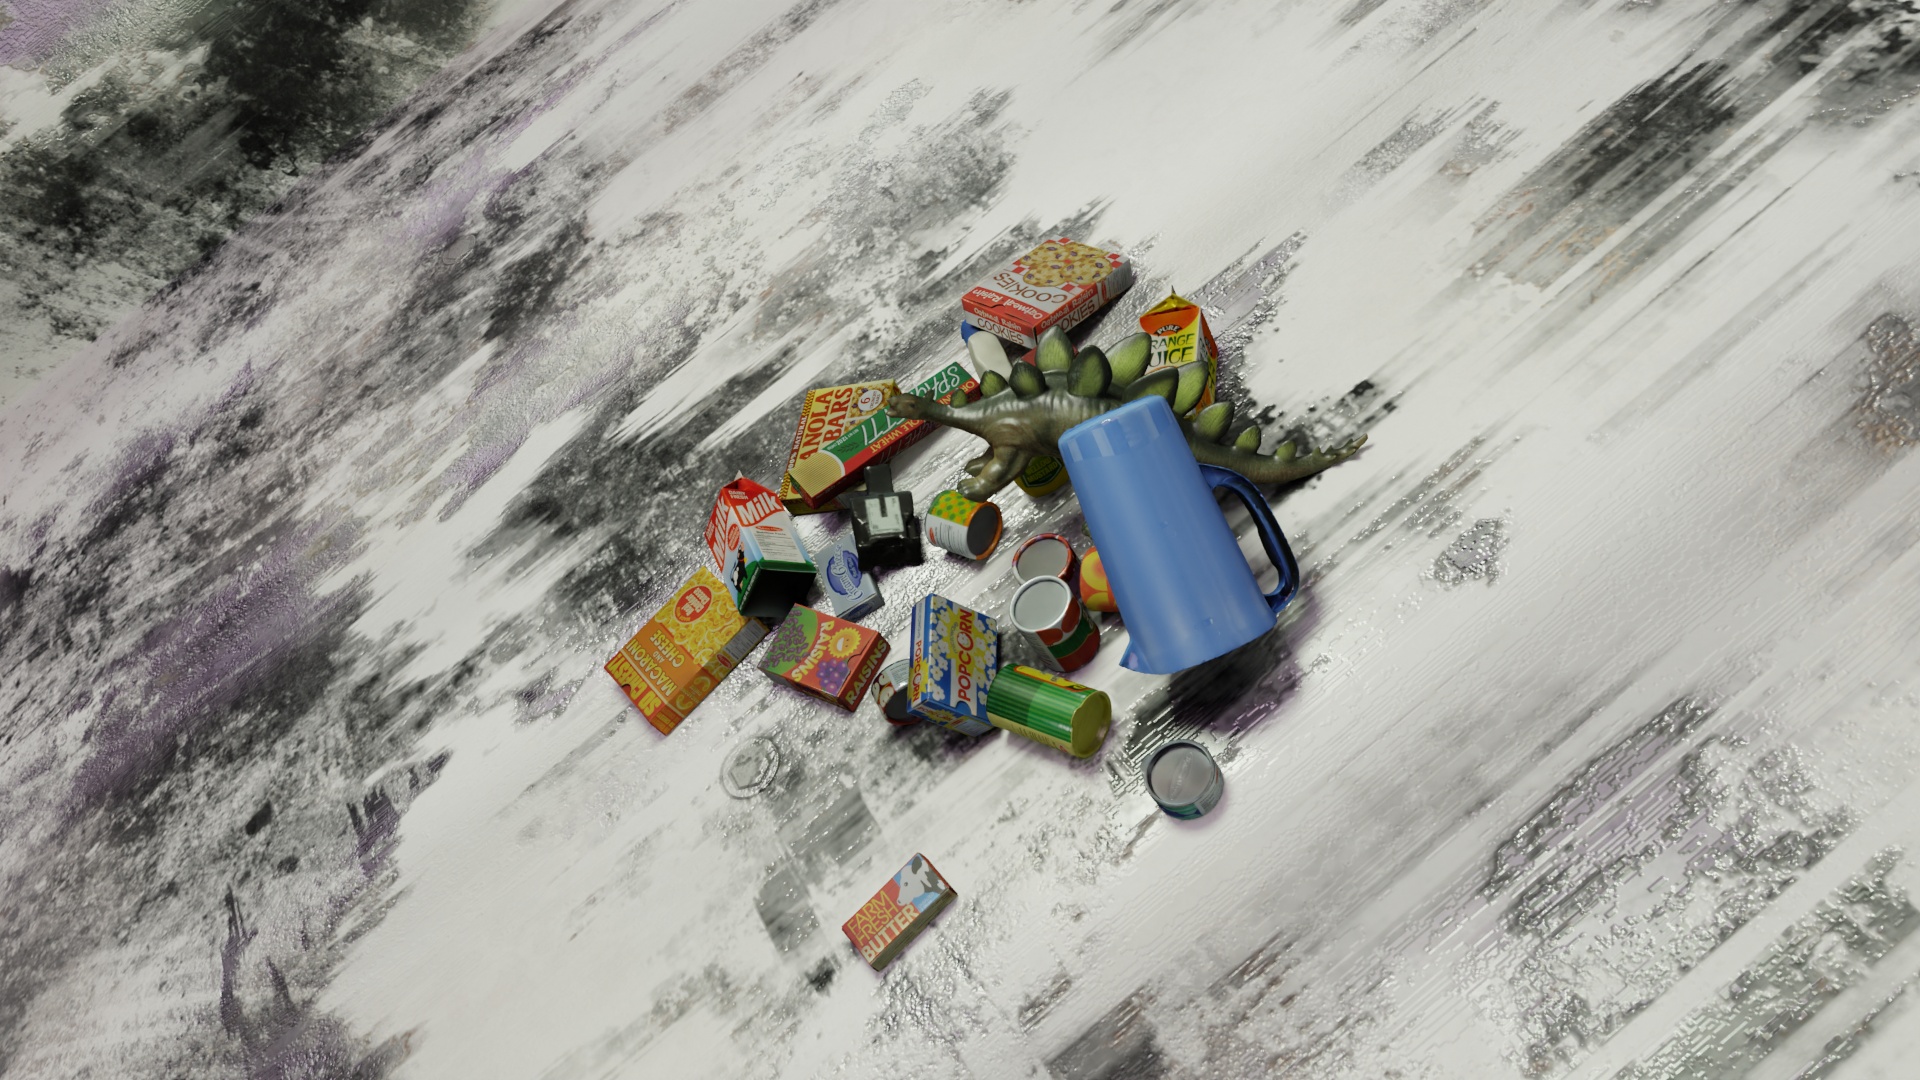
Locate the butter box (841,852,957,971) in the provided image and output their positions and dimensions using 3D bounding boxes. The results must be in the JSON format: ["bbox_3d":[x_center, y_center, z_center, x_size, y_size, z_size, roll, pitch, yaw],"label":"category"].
[{"bbox_3d":[-0.058,0.346,1.297,0.103,0.024,0.053,-43,48,-6],"label":"butter box"}]

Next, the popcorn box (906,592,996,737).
[{"bbox_3d":[-0.007,0.124,1.390,0.038,0.085,0.127,-36,40,40],"label":"popcorn box"}]

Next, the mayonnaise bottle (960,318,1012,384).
[{"bbox_3d":[0.035,-0.213,1.638,0.041,0.064,0.149,-19,44,-1],"label":"mayonnaise bottle"}]

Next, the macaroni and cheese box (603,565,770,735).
[{"bbox_3d":[-0.317,0.124,1.595,0.167,0.040,0.124,-46,47,-9],"label":"macaroni and cheese box"}]

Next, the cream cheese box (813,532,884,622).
[{"bbox_3d":[-0.126,0.043,1.560,0.053,0.024,0.104,-31,47,6],"label":"cream cheese box"}]

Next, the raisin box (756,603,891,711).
[{"bbox_3d":[-0.148,0.125,1.502,0.123,0.040,0.086,16,65,36],"label":"raisin box"}]

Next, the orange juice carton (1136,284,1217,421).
[{"bbox_3d":[0.231,-0.184,1.499,0.073,0.071,0.193,-7,54,25],"label":"orange juice carton"}]

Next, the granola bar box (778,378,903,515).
[{"bbox_3d":[-0.142,-0.112,1.675,0.124,0.039,0.166,-5,55,25],"label":"granola bar box"}]

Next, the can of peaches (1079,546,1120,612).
[{"bbox_3d":[0.156,0.038,1.377,0.058,0.071,0.071,0,57,31],"label":"can of peaches"}]

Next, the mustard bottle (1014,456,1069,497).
[{"bbox_3d":[0.064,-0.109,1.476,0.065,0.159,0.049,-32,49,6],"label":"mustard bottle"}]

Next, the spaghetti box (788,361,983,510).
[{"bbox_3d":[-0.085,-0.125,1.615,0.251,0.028,0.050,-35,62,-17],"label":"spaghetti box"}]

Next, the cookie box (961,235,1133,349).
[{"bbox_3d":[0.102,-0.296,1.642,0.168,0.040,0.123,-38,45,-26],"label":"cookie box"}]

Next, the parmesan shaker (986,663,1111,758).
[{"bbox_3d":[0.082,0.160,1.326,0.103,0.071,0.071,16,66,36],"label":"parmesan shaker"}]

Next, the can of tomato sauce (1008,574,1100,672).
[{"bbox_3d":[0.094,0.081,1.370,0.071,0.083,0.071,-15,51,20],"label":"can of tomato sauce"}]

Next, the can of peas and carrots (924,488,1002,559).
[{"bbox_3d":[0.005,-0.019,1.506,0.059,0.070,0.071,18,67,37],"label":"can of peas and carrots"}]

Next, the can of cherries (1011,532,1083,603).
[{"bbox_3d":[0.094,0.032,1.423,0.071,0.058,0.072,-15,51,20],"label":"can of cherries"}]

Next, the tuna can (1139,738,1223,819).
[{"bbox_3d":[0.198,0.214,1.247,0.071,0.032,0.071,-15,51,19],"label":"tuna can"}]

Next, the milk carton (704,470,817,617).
[{"bbox_3d":[-0.239,0.001,1.604,0.072,0.073,0.191,-63,40,29],"label":"milk carton"}]

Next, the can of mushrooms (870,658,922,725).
[{"bbox_3d":[-0.055,0.156,1.412,0.071,0.071,0.033,-34,48,3],"label":"can of mushrooms"}]
